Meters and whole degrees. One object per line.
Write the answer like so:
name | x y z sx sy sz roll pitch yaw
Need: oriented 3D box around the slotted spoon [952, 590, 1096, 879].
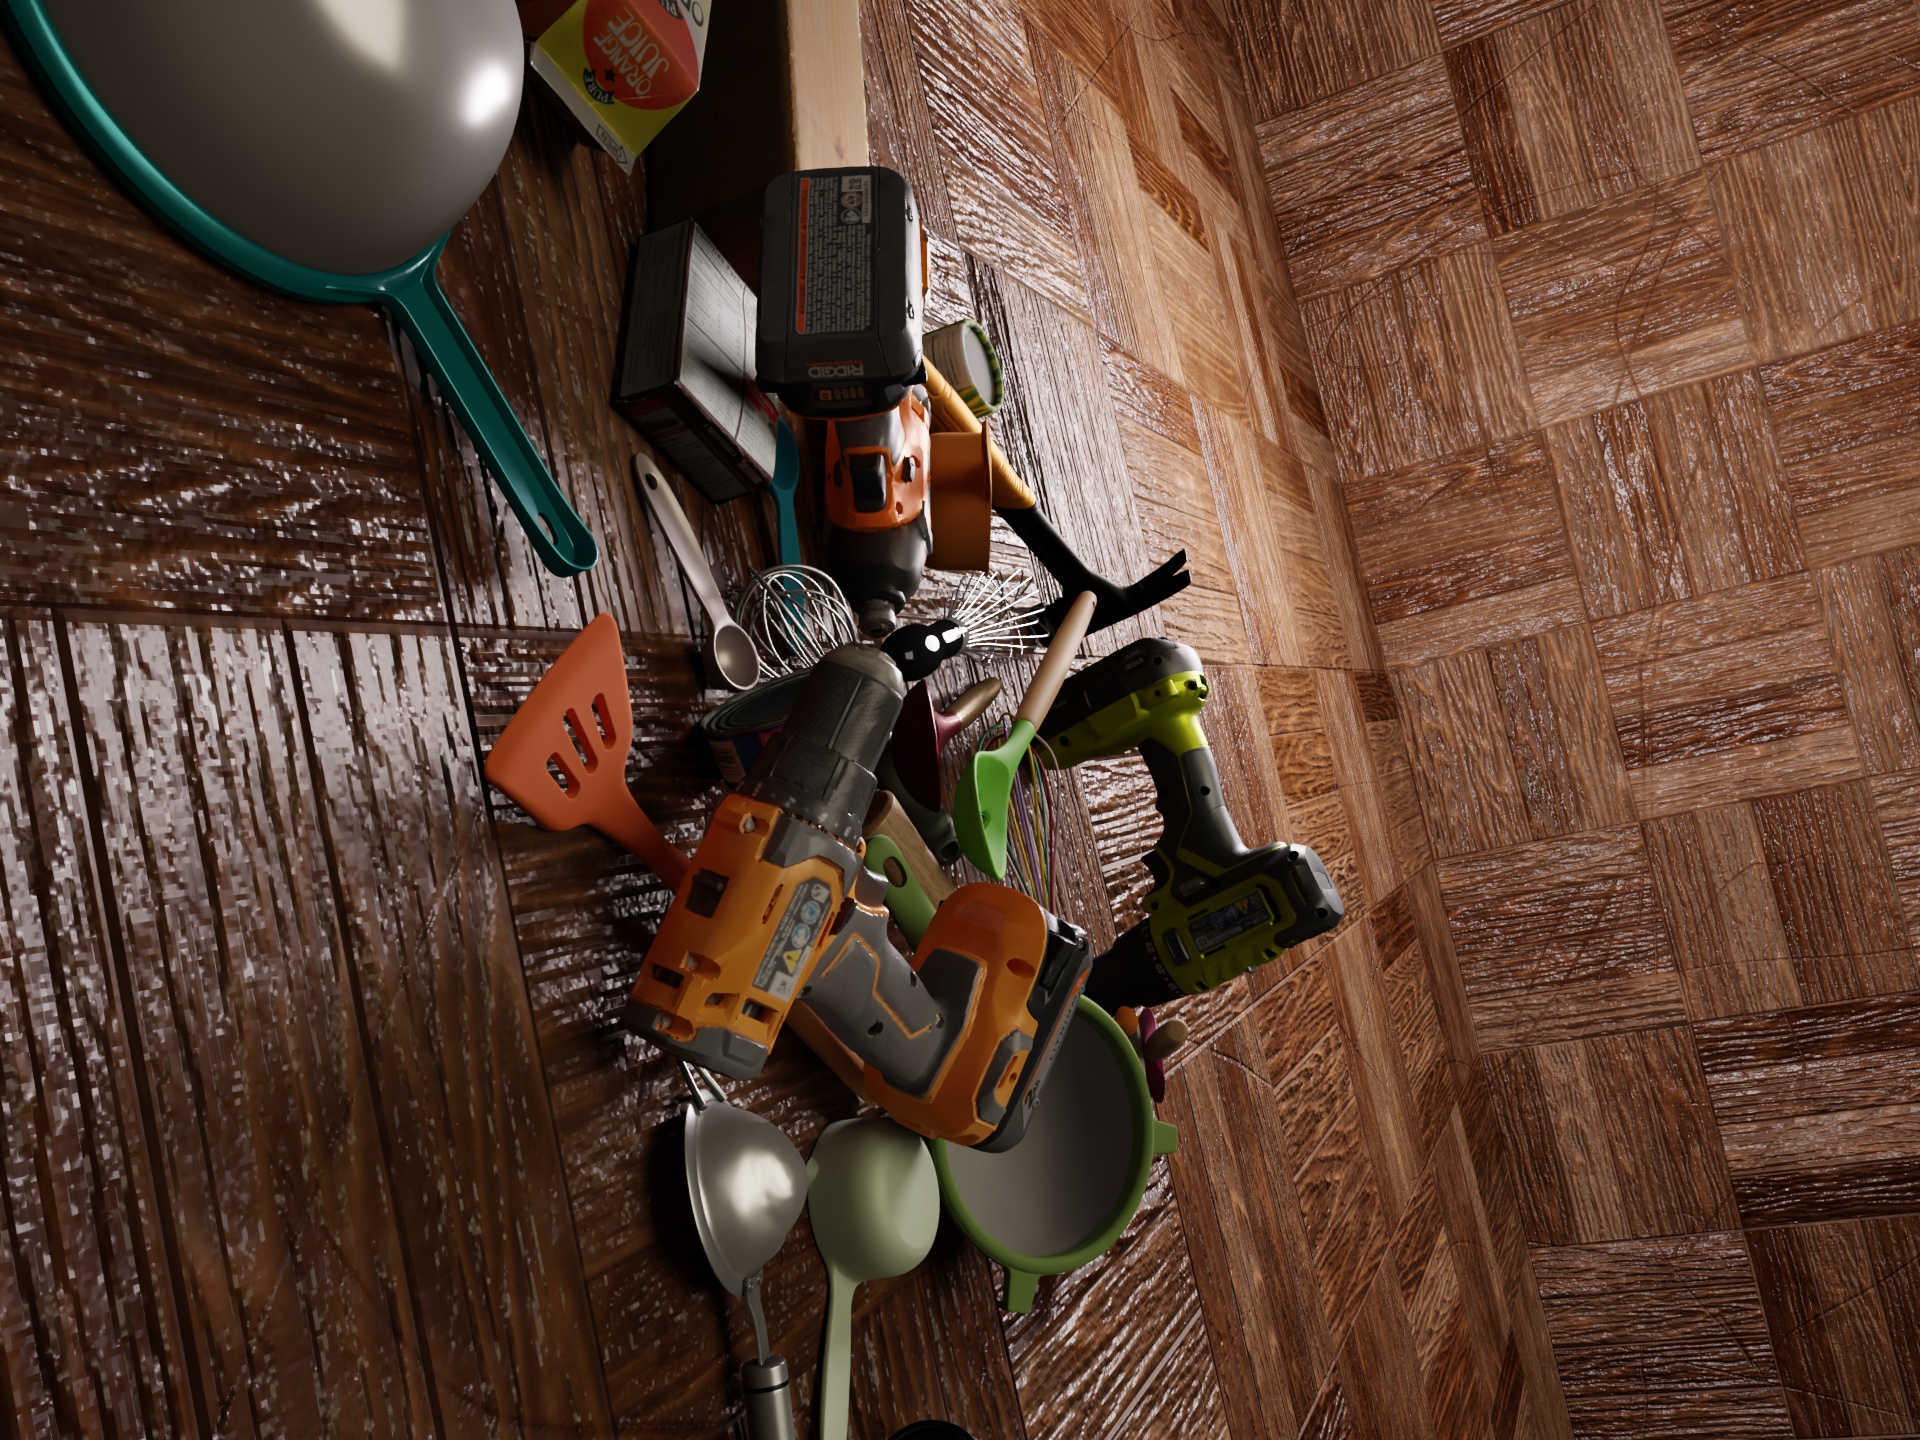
slotted spoon | 0.046 -0.006 1.000 0.314 0.031 0.070 -61 140 -54

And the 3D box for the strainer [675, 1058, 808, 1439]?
strainer | -0.079 0.261 0.656 0.087 0.050 0.258 28 54 -78

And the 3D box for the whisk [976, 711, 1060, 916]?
whisk | 0.052 0.115 1.033 0.051 0.047 0.245 -15 94 -49

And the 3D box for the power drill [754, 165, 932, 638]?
power drill | -0.052 -0.156 0.838 0.226 0.084 0.164 82 6 -65

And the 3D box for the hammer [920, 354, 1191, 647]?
hammer | 0.028 -0.165 1.070 0.336 0.127 0.034 42 34 -43

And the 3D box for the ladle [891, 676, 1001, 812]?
ladle | -0.001 -0.003 0.931 0.315 0.031 0.069 -42 128 -78

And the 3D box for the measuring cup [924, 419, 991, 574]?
measuring cup | -0.007 -0.146 0.962 0.173 0.052 0.095 87 3 -79

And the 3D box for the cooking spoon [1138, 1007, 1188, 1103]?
cooking spoon | 0.128 0.214 1.041 0.318 0.017 0.069 80 3 -75

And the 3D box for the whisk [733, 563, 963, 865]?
whisk | -0.052 0.004 0.860 0.059 0.058 0.246 45 -10 46

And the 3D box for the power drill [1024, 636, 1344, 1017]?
power drill | 0.128 0.077 1.086 0.080 0.190 0.229 14 50 -64

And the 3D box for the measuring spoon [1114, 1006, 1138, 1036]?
measuring spoon | 0.082 0.215 0.968 0.117 0.011 0.021 -46 121 -45

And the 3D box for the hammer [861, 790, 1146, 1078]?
hammer | 0.028 0.164 0.941 0.331 0.031 0.130 57 44 -31

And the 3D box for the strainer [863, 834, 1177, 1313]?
strainer | 0.003 0.177 0.863 0.151 0.069 0.256 -36 98 -37

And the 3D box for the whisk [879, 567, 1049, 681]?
whisk | 0.002 -0.053 0.954 0.284 0.070 0.070 -35 109 -73

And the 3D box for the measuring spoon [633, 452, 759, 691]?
measuring spoon | -0.132 -0.069 0.764 0.124 0.018 0.034 66 29 -6

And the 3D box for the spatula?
spatula | -0.102 0.087 0.699 0.081 0.041 0.322 -58 136 -28

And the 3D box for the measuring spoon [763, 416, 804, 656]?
measuring spoon | -0.101 -0.098 0.851 0.042 0.021 0.128 -8 93 -67

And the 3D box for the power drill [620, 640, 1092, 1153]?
power drill | -0.030 0.087 0.713 0.226 0.084 0.185 37 72 -46

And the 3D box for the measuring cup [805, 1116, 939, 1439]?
measuring cup | -0.040 0.264 0.737 0.083 0.038 0.168 52 31 -43

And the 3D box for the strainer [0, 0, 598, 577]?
strainer | -0.198 -0.211 0.587 0.340 0.095 0.211 64 26 -23
